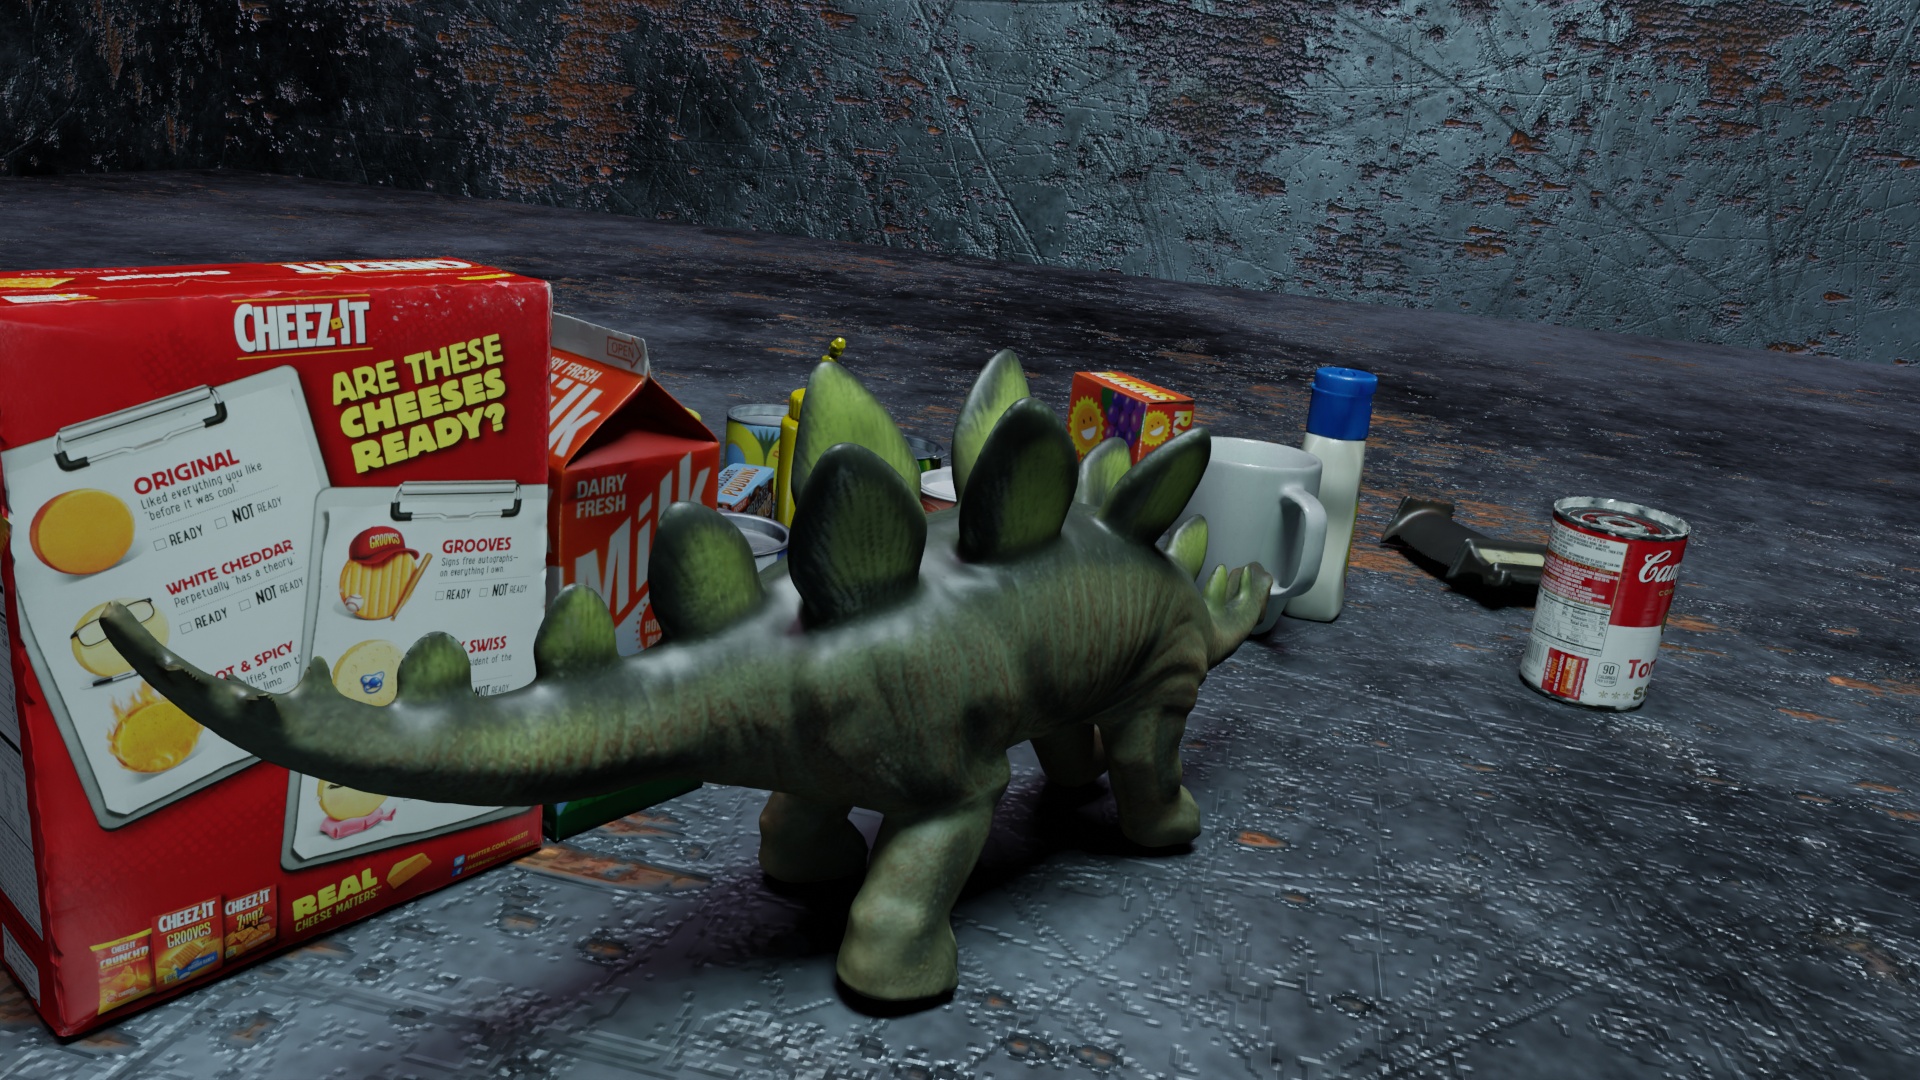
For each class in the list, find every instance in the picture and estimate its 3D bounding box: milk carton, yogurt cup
[{"bbox_3d":[-0.146,0.009,0.541,0.072,0.189,0.074,19,22,37],"label":"milk carton"},{"bbox_3d":[0.003,-0.011,0.874,0.072,0.053,0.072,5,17,-1],"label":"yogurt cup"}]

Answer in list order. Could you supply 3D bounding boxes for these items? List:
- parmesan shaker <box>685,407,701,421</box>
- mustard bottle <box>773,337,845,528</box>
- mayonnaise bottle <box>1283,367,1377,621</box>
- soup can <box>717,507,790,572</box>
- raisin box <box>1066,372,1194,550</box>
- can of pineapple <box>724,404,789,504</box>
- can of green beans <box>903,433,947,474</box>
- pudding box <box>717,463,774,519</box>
[{"bbox_3d":[-0.180,-0.019,0.764,0.071,0.102,0.071,5,17,-1],"label":"parmesan shaker"},{"bbox_3d":[-0.073,-0.029,0.733,0.049,0.159,0.065,4,17,-4],"label":"mustard bottle"},{"bbox_3d":[0.222,-0.029,0.842,0.041,0.147,0.065,9,18,11],"label":"mayonnaise bottle"},{"bbox_3d":[-0.113,0.034,0.649,0.071,0.083,0.071,5,17,-1],"label":"soup can"},{"bbox_3d":[0.101,-0.038,0.873,0.040,0.123,0.086,-3,19,-27],"label":"raisin box"},{"bbox_3d":[-0.133,-0.061,0.984,0.071,0.057,0.071,5,17,-1],"label":"can of pineapple"},{"bbox_3d":[-0.047,-0.037,0.934,0.071,0.057,0.071,5,17,-1],"label":"can of green beans"},{"bbox_3d":[-0.140,-0.013,0.846,0.030,0.049,0.084,8,18,8],"label":"pudding box"}]
